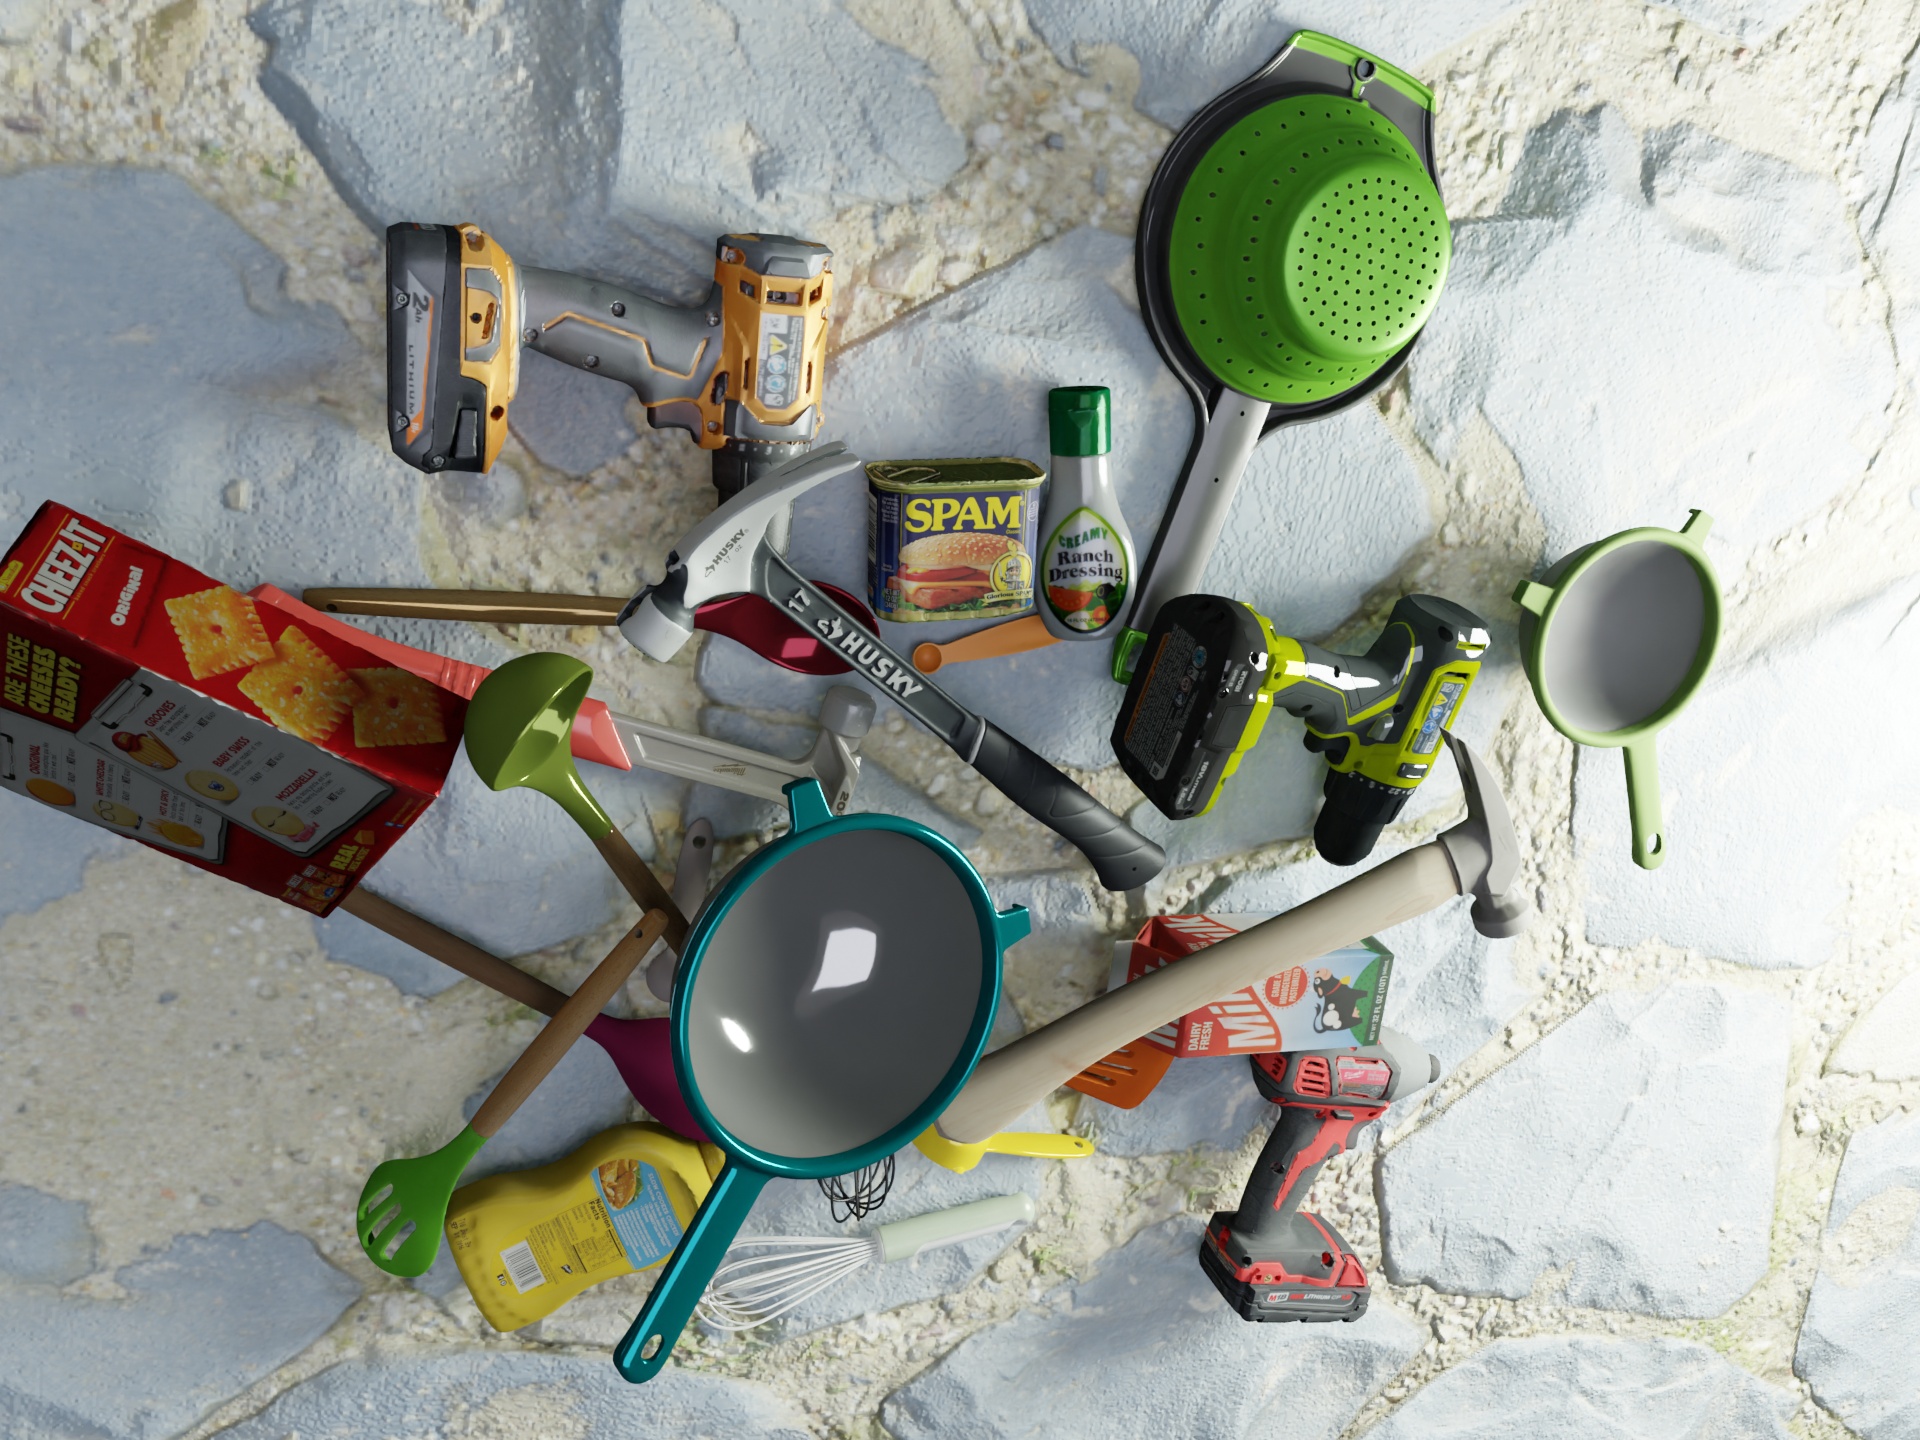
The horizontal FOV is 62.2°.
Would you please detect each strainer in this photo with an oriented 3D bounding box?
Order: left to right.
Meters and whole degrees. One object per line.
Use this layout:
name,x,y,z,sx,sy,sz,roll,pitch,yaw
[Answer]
strainer,-0.117,0.203,0.913,0.210,0.095,0.340,34,82,-34
strainer,0.445,-0.016,1.092,0.151,0.069,0.256,-23,115,-11

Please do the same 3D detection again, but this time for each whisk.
whisk,-0.071,0.218,1.030,0.055,0.055,0.239,-4,106,-16
whisk,-0.063,0.361,1.084,0.246,0.059,0.057,-9,150,-19

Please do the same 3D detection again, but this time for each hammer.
hammer,-0.232,0.008,0.894,0.358,0.037,0.149,17,106,-23
hammer,-0.001,-0.003,0.931,0.149,0.036,0.408,-47,128,7
hammer,0.162,0.149,1.001,0.410,0.038,0.146,-25,111,-5

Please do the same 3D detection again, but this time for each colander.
colander,0.184,-0.192,0.931,0.204,0.095,0.397,15,104,-22

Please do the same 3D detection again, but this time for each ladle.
ladle,-0.202,-0.060,0.896,0.315,0.031,0.069,2,132,-15
ladle,-0.181,0.080,0.885,0.078,0.062,0.319,-53,143,-26

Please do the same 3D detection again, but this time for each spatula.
spatula,-0.001,0.234,1.030,0.322,0.041,0.081,0,131,-34

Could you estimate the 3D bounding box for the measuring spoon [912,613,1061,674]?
measuring spoon,0.024,-0.050,0.982,0.117,0.011,0.021,-15,103,-16

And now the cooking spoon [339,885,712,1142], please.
cooking spoon,-0.248,0.170,0.959,0.318,0.017,0.069,33,75,-20

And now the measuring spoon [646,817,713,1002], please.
measuring spoon,-0.168,0.120,0.977,0.034,0.018,0.124,7,106,-19

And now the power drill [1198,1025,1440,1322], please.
power drill,0.263,0.321,1.157,0.143,0.079,0.219,7,104,-20

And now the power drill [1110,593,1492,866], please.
power drill,0.215,0.008,1.011,0.228,0.080,0.190,4,118,-31

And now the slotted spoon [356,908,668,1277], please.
slotted spoon,-0.267,0.220,0.930,0.313,0.070,0.031,-48,159,17

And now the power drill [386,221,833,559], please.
power drill,-0.182,-0.167,0.839,0.226,0.084,0.185,-1,111,-22

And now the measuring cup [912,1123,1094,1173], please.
measuring cup,0.035,0.278,1.082,0.156,0.062,0.029,14,116,-32
